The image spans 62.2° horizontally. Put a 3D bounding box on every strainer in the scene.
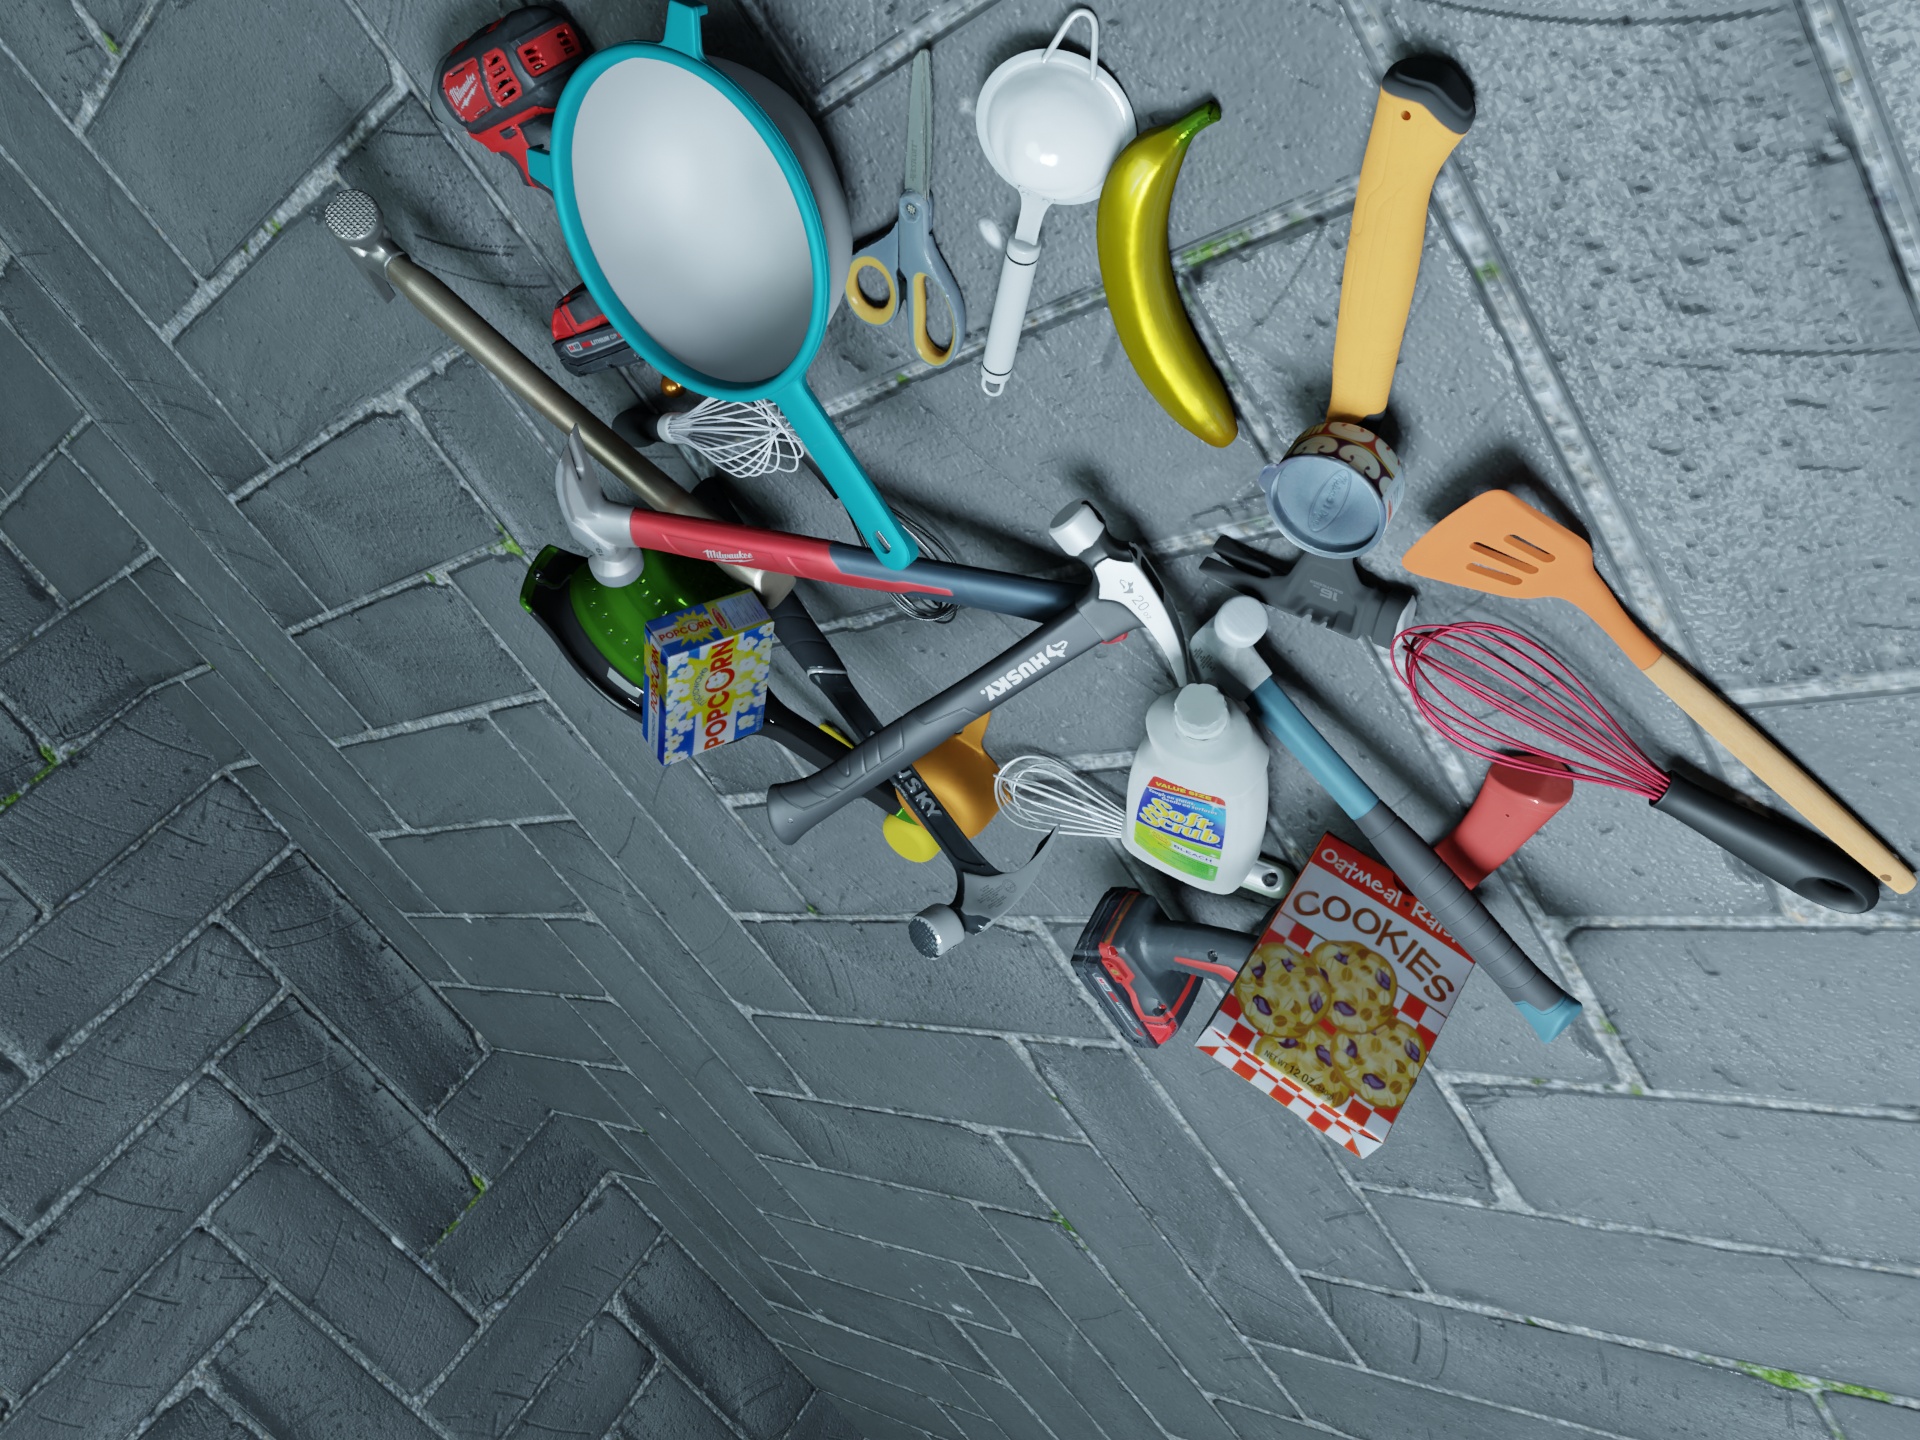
[{"bbox_3d":[0.037,-0.266,0.879,0.087,0.050,0.258,21,149,3],"label":"strainer"},{"bbox_3d":[-0.103,-0.253,0.963,0.211,0.095,0.340,-17,112,48],"label":"strainer"}]

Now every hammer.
[{"bbox_3d":[0.314,0.131,1.079,0.149,0.037,0.358,35,148,7],"label":"hammer"},{"bbox_3d":[-0.076,-0.112,1.054,0.386,0.038,0.143,11,152,8],"label":"hammer"},{"bbox_3d":[0.200,-0.178,0.823,0.127,0.034,0.336,24,144,21],"label":"hammer"},{"bbox_3d":[-0.002,-0.003,1.061,0.334,0.035,0.146,-33,113,26],"label":"hammer"},{"bbox_3d":[0.260,0.065,0.981,0.331,0.033,0.128,49,168,6],"label":"hammer"},{"bbox_3d":[-0.287,-0.223,1.173,0.410,0.038,0.146,40,172,0],"label":"hammer"},{"bbox_3d":[-0.083,-0.021,1.191,0.409,0.149,0.036,53,143,12],"label":"hammer"}]

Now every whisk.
[{"bbox_3d":[0.134,0.082,1.197,0.246,0.058,0.059,20,177,22],"label":"whisk"},{"bbox_3d":[-0.080,-0.164,1.115,0.239,0.055,0.055,50,147,-8],"label":"whisk"},{"bbox_3d":[0.371,0.028,0.881,0.296,0.073,0.073,30,147,5],"label":"whisk"},{"bbox_3d":[-0.190,-0.209,1.130,0.285,0.070,0.070,16,143,55],"label":"whisk"}]

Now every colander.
[{"bbox_3d":[-0.157,-0.042,1.293,0.396,0.205,0.094,34,116,-20],"label":"colander"}]

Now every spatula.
[{"bbox_3d":[0.379,-0.010,0.838,0.322,0.041,0.081,40,147,-2],"label":"spatula"}]

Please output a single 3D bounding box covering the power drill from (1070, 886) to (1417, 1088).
[{"bbox_3d":[0.215,0.201,1.168,0.227,0.080,0.187,-4,132,44],"label":"power drill"}]

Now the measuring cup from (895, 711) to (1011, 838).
[{"bbox_3d":[-0.005,0.035,1.270,0.095,0.052,0.173,32,149,12],"label":"measuring cup"}]

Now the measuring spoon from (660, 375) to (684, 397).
[{"bbox_3d":[-0.191,-0.260,1.141,0.021,0.011,0.117,47,147,-11],"label":"measuring spoon"}]

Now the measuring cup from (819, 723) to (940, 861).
[{"bbox_3d":[-0.076,0.066,1.400,0.156,0.029,0.062,46,147,-13],"label":"measuring cup"}]

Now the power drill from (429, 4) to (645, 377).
[{"bbox_3d":[-0.266,-0.347,1.056,0.143,0.078,0.219,1,128,45],"label":"power drill"}]
